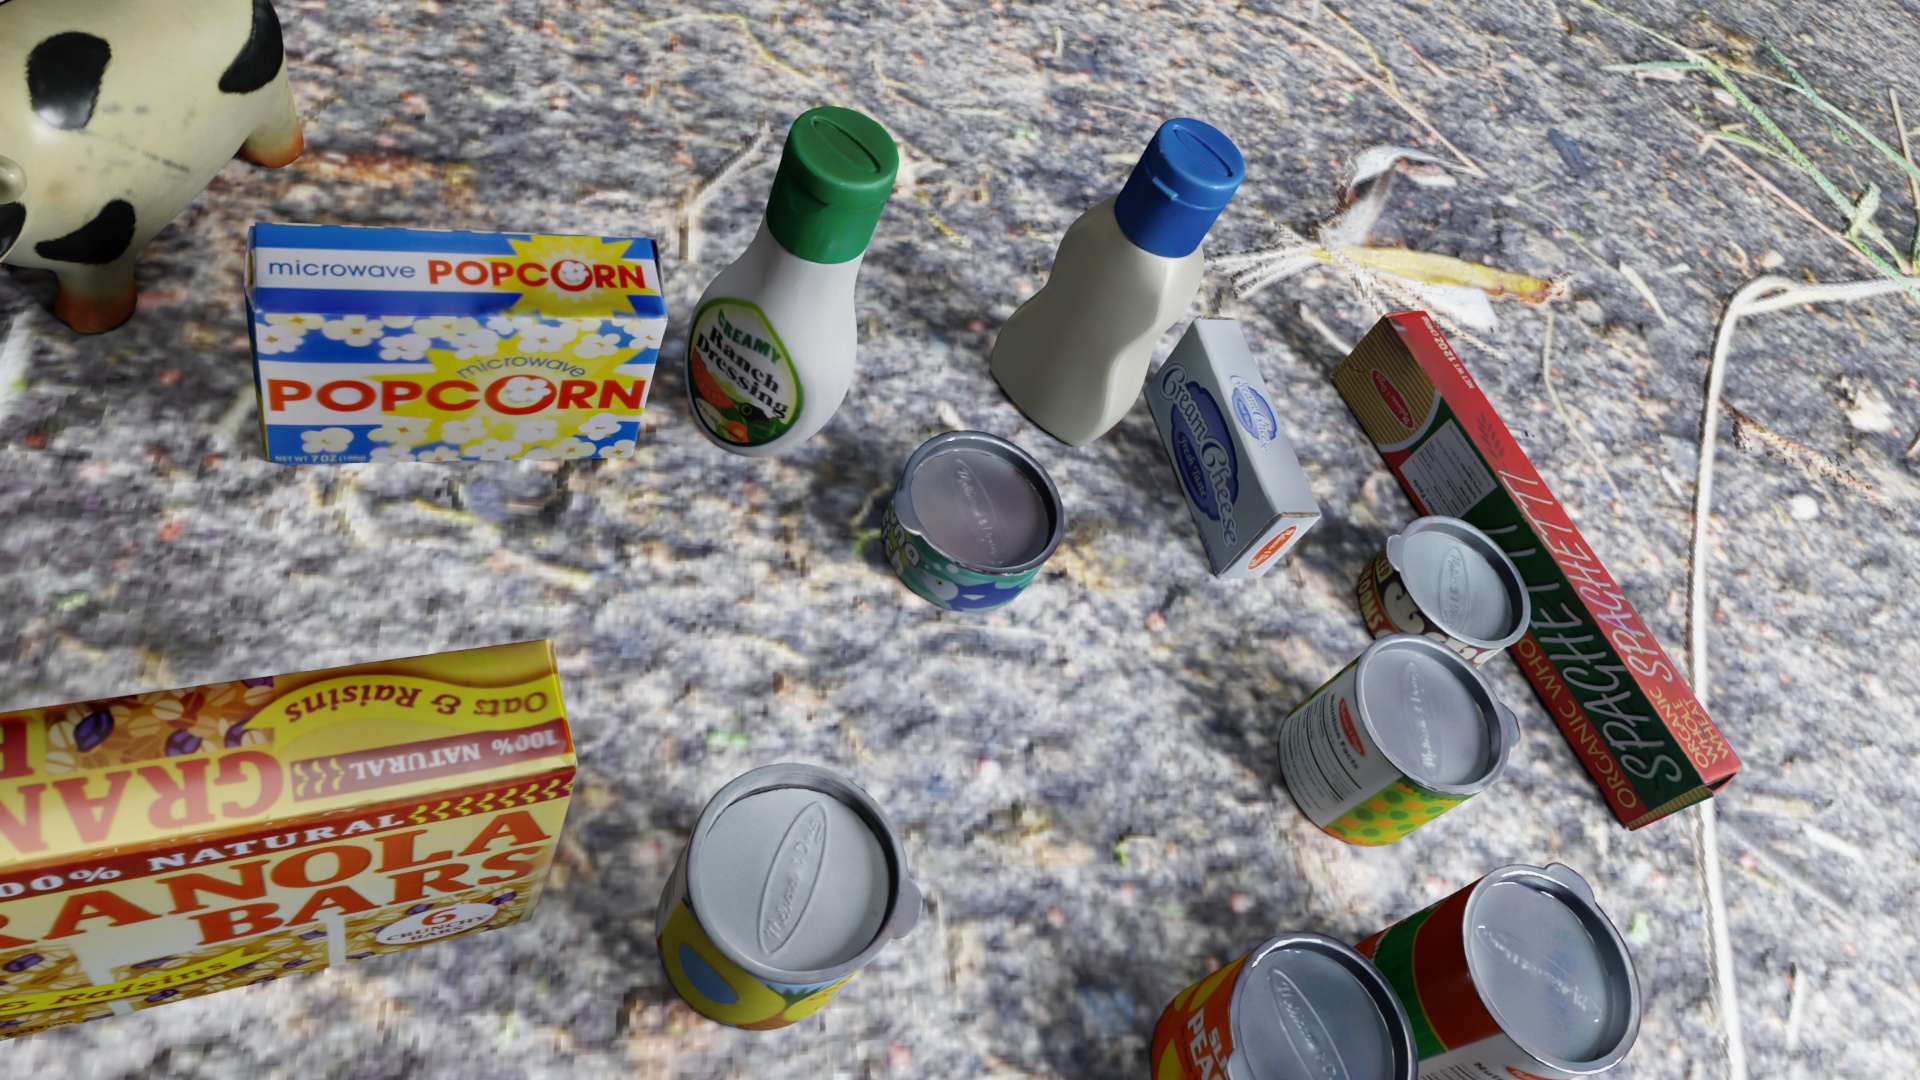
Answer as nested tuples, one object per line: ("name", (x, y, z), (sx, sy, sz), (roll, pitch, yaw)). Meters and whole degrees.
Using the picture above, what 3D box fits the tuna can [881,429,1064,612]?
("tuna can", (0.002, -0.007, 0.540), (0.071, 0.032, 0.071), (11, 55, -16))

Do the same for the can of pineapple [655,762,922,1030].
("can of pineapple", (-0.054, 0.111, 0.423), (0.071, 0.057, 0.071), (11, 55, -16))

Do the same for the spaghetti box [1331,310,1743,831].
("spaghetti box", (0.252, 0.008, 0.625), (0.029, 0.050, 0.251), (-13, 64, -29))

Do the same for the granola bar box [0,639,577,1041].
("granola bar box", (-0.188, 0.079, 0.346), (0.166, 0.123, 0.039), (-7, 62, -26))

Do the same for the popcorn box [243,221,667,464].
("popcorn box", (-0.170, -0.065, 0.473), (0.127, 0.084, 0.038), (-3, 60, -24))

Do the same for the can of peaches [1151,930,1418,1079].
("can of peaches", (0.101, 0.168, 0.450), (0.071, 0.057, 0.071), (11, 55, -16))

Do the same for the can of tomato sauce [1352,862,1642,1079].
("can of tomato sauce", (0.175, 0.154, 0.474), (0.071, 0.082, 0.071), (11, 55, -16))

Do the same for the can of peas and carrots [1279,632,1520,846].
("can of peas and carrots", (0.168, 0.078, 0.537), (0.071, 0.058, 0.071), (11, 55, -16))

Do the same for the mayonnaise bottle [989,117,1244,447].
("mayonnaise bottle", (0.063, -0.102, 0.556), (0.065, 0.147, 0.041), (44, 53, 9))

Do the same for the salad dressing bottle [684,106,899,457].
("salad dressing bottle", (-0.060, -0.088, 0.495), (0.064, 0.147, 0.044), (41, 52, 6))

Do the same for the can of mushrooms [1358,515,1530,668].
("can of mushrooms", (0.208, 0.024, 0.606), (0.071, 0.033, 0.071), (11, 55, -16))

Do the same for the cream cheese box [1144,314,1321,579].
("cream cheese box", (0.114, -0.040, 0.596), (0.024, 0.053, 0.104), (-3, 60, -24))
